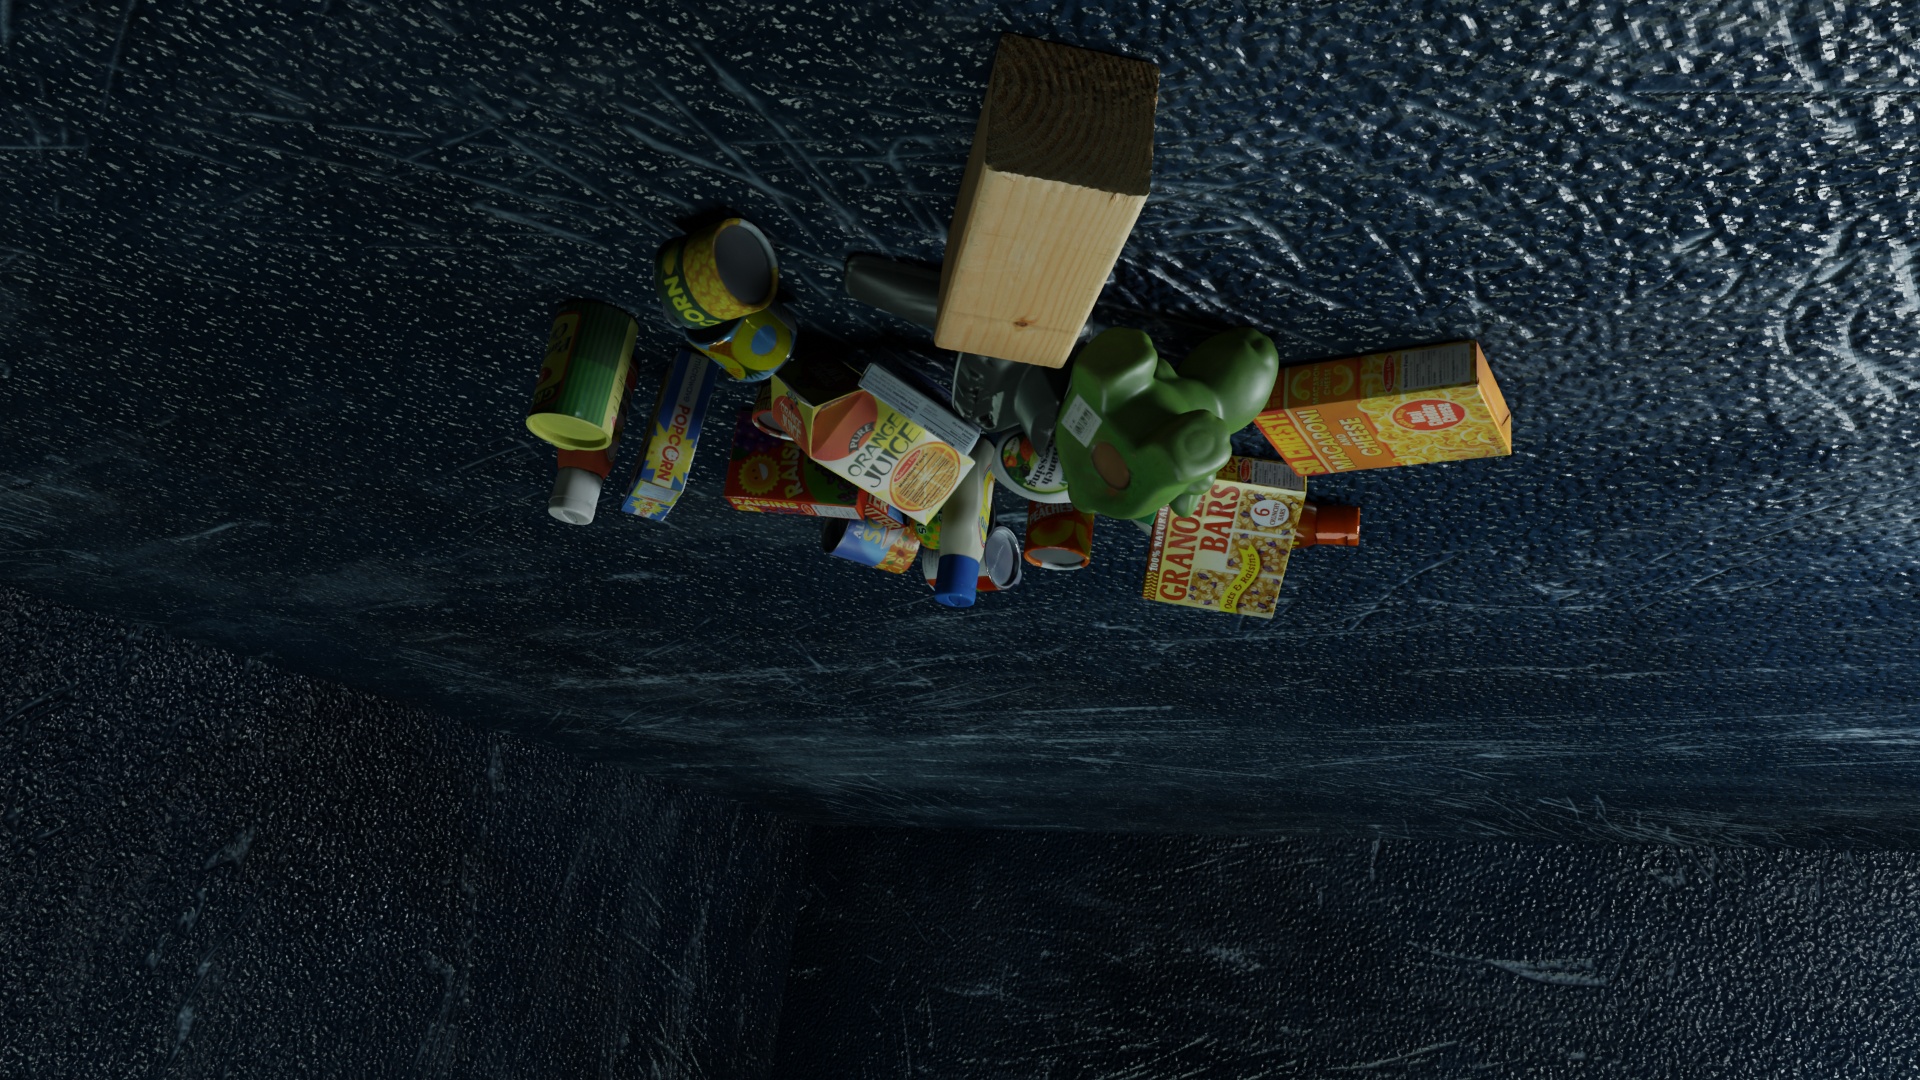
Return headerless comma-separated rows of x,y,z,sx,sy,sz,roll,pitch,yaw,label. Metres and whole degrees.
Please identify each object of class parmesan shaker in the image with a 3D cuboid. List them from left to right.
-0.302,-0.131,1.109,0.071,0.103,0.071,7,159,3,parmesan shaker

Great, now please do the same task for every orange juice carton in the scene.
-0.082,-0.090,1.143,0.192,0.073,0.072,30,-169,-46,orange juice carton

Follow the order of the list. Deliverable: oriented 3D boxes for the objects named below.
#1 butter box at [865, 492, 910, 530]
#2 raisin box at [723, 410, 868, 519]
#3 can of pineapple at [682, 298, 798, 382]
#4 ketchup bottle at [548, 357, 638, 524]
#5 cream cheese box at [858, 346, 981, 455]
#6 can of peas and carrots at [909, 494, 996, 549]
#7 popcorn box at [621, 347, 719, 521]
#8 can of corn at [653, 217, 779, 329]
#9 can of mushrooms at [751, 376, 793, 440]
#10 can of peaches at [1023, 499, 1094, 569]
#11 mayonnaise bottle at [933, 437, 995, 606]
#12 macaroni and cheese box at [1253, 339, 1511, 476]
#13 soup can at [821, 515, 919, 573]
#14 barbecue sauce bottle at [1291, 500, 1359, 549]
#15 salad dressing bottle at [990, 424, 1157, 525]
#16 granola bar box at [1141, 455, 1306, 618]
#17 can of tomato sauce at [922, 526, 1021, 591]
-0.085,-0.053,1.316,0.024,0.053,0.103,-10,154,35,butter box
-0.143,-0.068,1.246,0.123,0.086,0.040,5,164,9,raisin box
-0.165,-0.158,1.034,0.071,0.071,0.057,-4,156,30,can of pineapple
-0.309,-0.088,1.163,0.043,0.149,0.064,7,160,8,ketchup bottle
-0.030,-0.110,1.092,0.104,0.024,0.053,33,-161,-9,cream cheese box
-0.009,-0.027,1.337,0.058,0.071,0.071,-7,155,37,can of peas and carrots
-0.244,-0.089,1.169,0.038,0.127,0.085,20,157,-18,popcorn box
-0.170,-0.183,0.963,0.058,0.071,0.071,-9,154,36,can of corn
-0.147,-0.114,1.200,0.071,0.033,0.071,8,161,3,can of mushrooms
0.096,-0.009,1.359,0.071,0.058,0.071,7,161,3,can of peaches
0.004,-0.016,1.242,0.041,0.148,0.064,3,159,12,mayonnaise bottle
0.320,-0.097,1.057,0.166,0.040,0.123,-5,156,31,macaroni and cheese box
-0.090,-0.009,1.421,0.084,0.071,0.071,17,158,-26,soup can
0.292,-0.016,1.285,0.148,0.044,0.064,2,150,16,barbecue sauce bottle
0.101,-0.055,1.194,0.148,0.064,0.044,20,178,6,salad dressing bottle
0.234,-0.006,1.249,0.124,0.039,0.164,8,136,7,granola bar box
0.013,0.022,1.465,0.083,0.071,0.071,-6,156,36,can of tomato sauce
